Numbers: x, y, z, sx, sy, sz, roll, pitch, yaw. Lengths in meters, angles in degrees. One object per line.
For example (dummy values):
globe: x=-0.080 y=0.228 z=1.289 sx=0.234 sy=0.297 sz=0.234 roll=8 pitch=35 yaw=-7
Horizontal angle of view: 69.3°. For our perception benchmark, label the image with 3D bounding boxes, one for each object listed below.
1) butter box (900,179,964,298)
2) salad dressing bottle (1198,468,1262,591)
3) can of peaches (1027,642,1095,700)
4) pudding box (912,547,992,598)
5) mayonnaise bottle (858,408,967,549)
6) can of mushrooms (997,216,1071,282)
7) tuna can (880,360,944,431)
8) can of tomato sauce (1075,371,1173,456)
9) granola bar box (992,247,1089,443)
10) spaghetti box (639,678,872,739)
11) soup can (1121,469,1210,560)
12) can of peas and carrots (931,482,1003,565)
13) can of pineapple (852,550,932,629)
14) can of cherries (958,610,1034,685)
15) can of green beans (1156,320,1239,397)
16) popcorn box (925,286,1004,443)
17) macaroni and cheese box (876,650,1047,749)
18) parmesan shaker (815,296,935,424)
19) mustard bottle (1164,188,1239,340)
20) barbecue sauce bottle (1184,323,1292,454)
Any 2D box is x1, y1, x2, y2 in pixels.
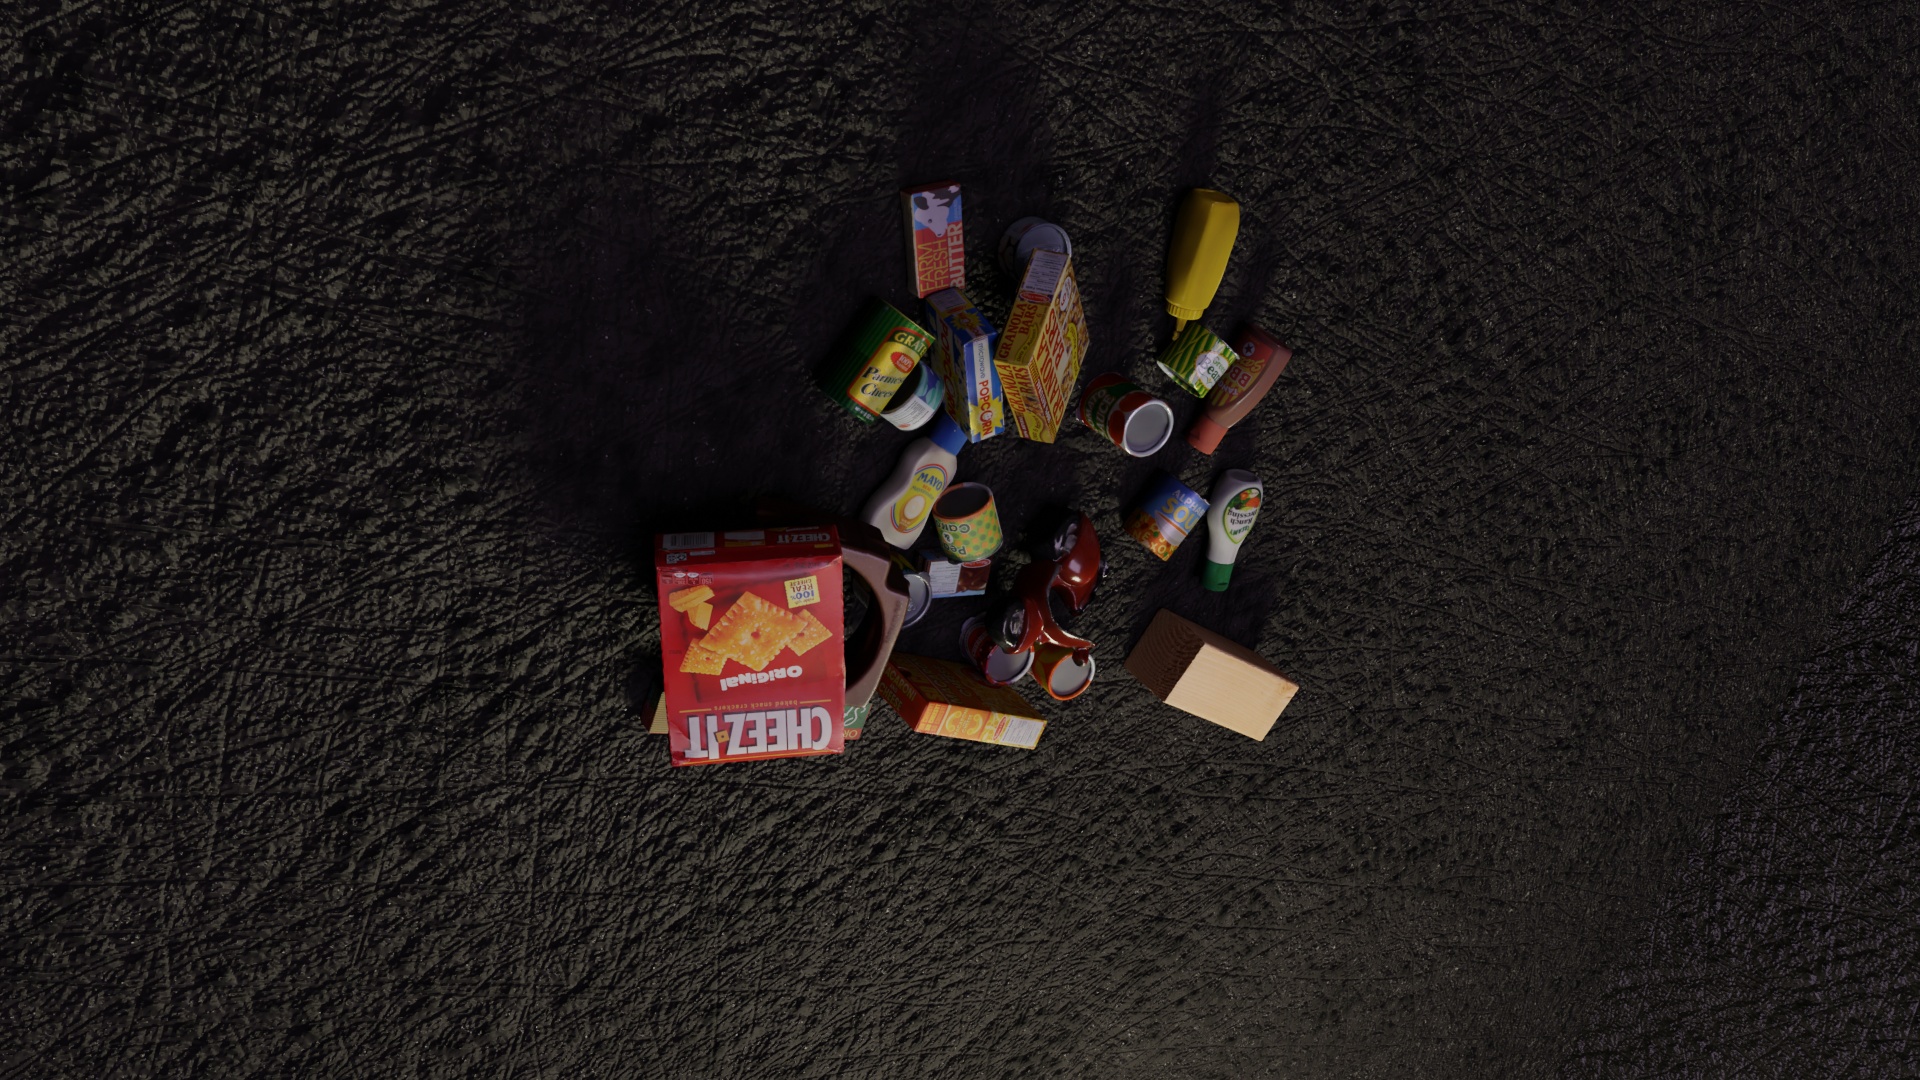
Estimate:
butter box: x=-0.025 y=-0.283 z=1.304 sx=0.053 sy=0.024 sz=0.103 roll=-18 pitch=124 yaw=-23
salad dressing bottle: x=0.321 y=-0.011 z=1.669 sx=0.064 sy=0.044 sz=0.147 roll=-4 pitch=118 yaw=-29
can of peaches: x=0.113 y=0.145 z=1.616 sx=0.071 sy=0.058 sz=0.071 roll=-16 pitch=124 yaw=-25
pudding box: x=-0.011 y=0.034 z=1.492 sx=0.084 sy=0.030 sz=0.049 roll=-4 pitch=117 yaw=-31
mayonnaise bottle: x=-0.040 y=-0.065 z=1.408 sx=0.064 sy=0.041 sz=0.148 roll=28 pitch=100 yaw=-38
can of mushrooms: x=0.072 y=-0.280 z=1.362 sx=0.071 sy=0.033 sz=0.070 roll=-16 pitch=123 yaw=-25
tuna can: x=-0.050 y=-0.144 z=1.343 sx=0.071 sy=0.071 sz=0.033 roll=-51 pitch=130 yaw=3
can of tomato sauce: x=0.175 y=-0.134 z=1.479 sx=0.071 sy=0.083 sz=0.070 roll=-16 pitch=123 yaw=-25
granola bar box: x=0.080 y=-0.185 z=1.344 sx=0.165 sy=0.039 sz=0.124 roll=62 pitch=45 yaw=-65
spaghetti box: x=-0.207 y=0.177 z=1.449 sx=0.250 sy=0.029 sz=0.050 roll=8 pitch=112 yaw=-35
soup can: x=0.236 y=-0.027 z=1.587 sx=0.071 sy=0.071 sz=0.083 roll=33 pitch=96 yaw=-40
can of peas and carrots: x=0.005 y=-0.018 z=1.447 sx=0.071 sy=0.071 sz=0.058 roll=-27 pitch=127 yaw=-17
can of pineapple: x=-0.070 y=0.050 z=1.444 sx=0.071 sy=0.058 sz=0.070 roll=-16 pitch=124 yaw=-25
can of cherries: x=0.039 y=0.120 z=1.554 sx=0.072 sy=0.058 sz=0.071 roll=-16 pitch=124 yaw=-25
can of green beans: x=0.256 y=-0.196 z=1.506 sx=0.058 sy=0.071 sz=0.071 roll=-50 pitch=131 yaw=3
popcorn box: x=0.005 y=-0.168 z=1.333 sx=0.038 sy=0.085 sz=0.126 roll=-23 pitch=139 yaw=-16
macaroni and cheese box: x=-0.006 y=0.171 z=1.511 sx=0.166 sy=0.124 sz=0.040 roll=15 pitch=105 yaw=-37
parmesan shaker: x=-0.079 y=-0.167 z=1.309 sx=0.071 sy=0.071 sz=0.103 roll=32 pitch=97 yaw=-40
mustard bottle: x=0.245 y=-0.285 z=1.454 sx=0.049 sy=0.065 sz=0.159 roll=-4 pitch=124 yaw=-25
barbecue sauce bottle: x=0.307 y=-0.167 z=1.562 sx=0.044 sy=0.065 sz=0.148 roll=10 pitch=119 yaw=-45
